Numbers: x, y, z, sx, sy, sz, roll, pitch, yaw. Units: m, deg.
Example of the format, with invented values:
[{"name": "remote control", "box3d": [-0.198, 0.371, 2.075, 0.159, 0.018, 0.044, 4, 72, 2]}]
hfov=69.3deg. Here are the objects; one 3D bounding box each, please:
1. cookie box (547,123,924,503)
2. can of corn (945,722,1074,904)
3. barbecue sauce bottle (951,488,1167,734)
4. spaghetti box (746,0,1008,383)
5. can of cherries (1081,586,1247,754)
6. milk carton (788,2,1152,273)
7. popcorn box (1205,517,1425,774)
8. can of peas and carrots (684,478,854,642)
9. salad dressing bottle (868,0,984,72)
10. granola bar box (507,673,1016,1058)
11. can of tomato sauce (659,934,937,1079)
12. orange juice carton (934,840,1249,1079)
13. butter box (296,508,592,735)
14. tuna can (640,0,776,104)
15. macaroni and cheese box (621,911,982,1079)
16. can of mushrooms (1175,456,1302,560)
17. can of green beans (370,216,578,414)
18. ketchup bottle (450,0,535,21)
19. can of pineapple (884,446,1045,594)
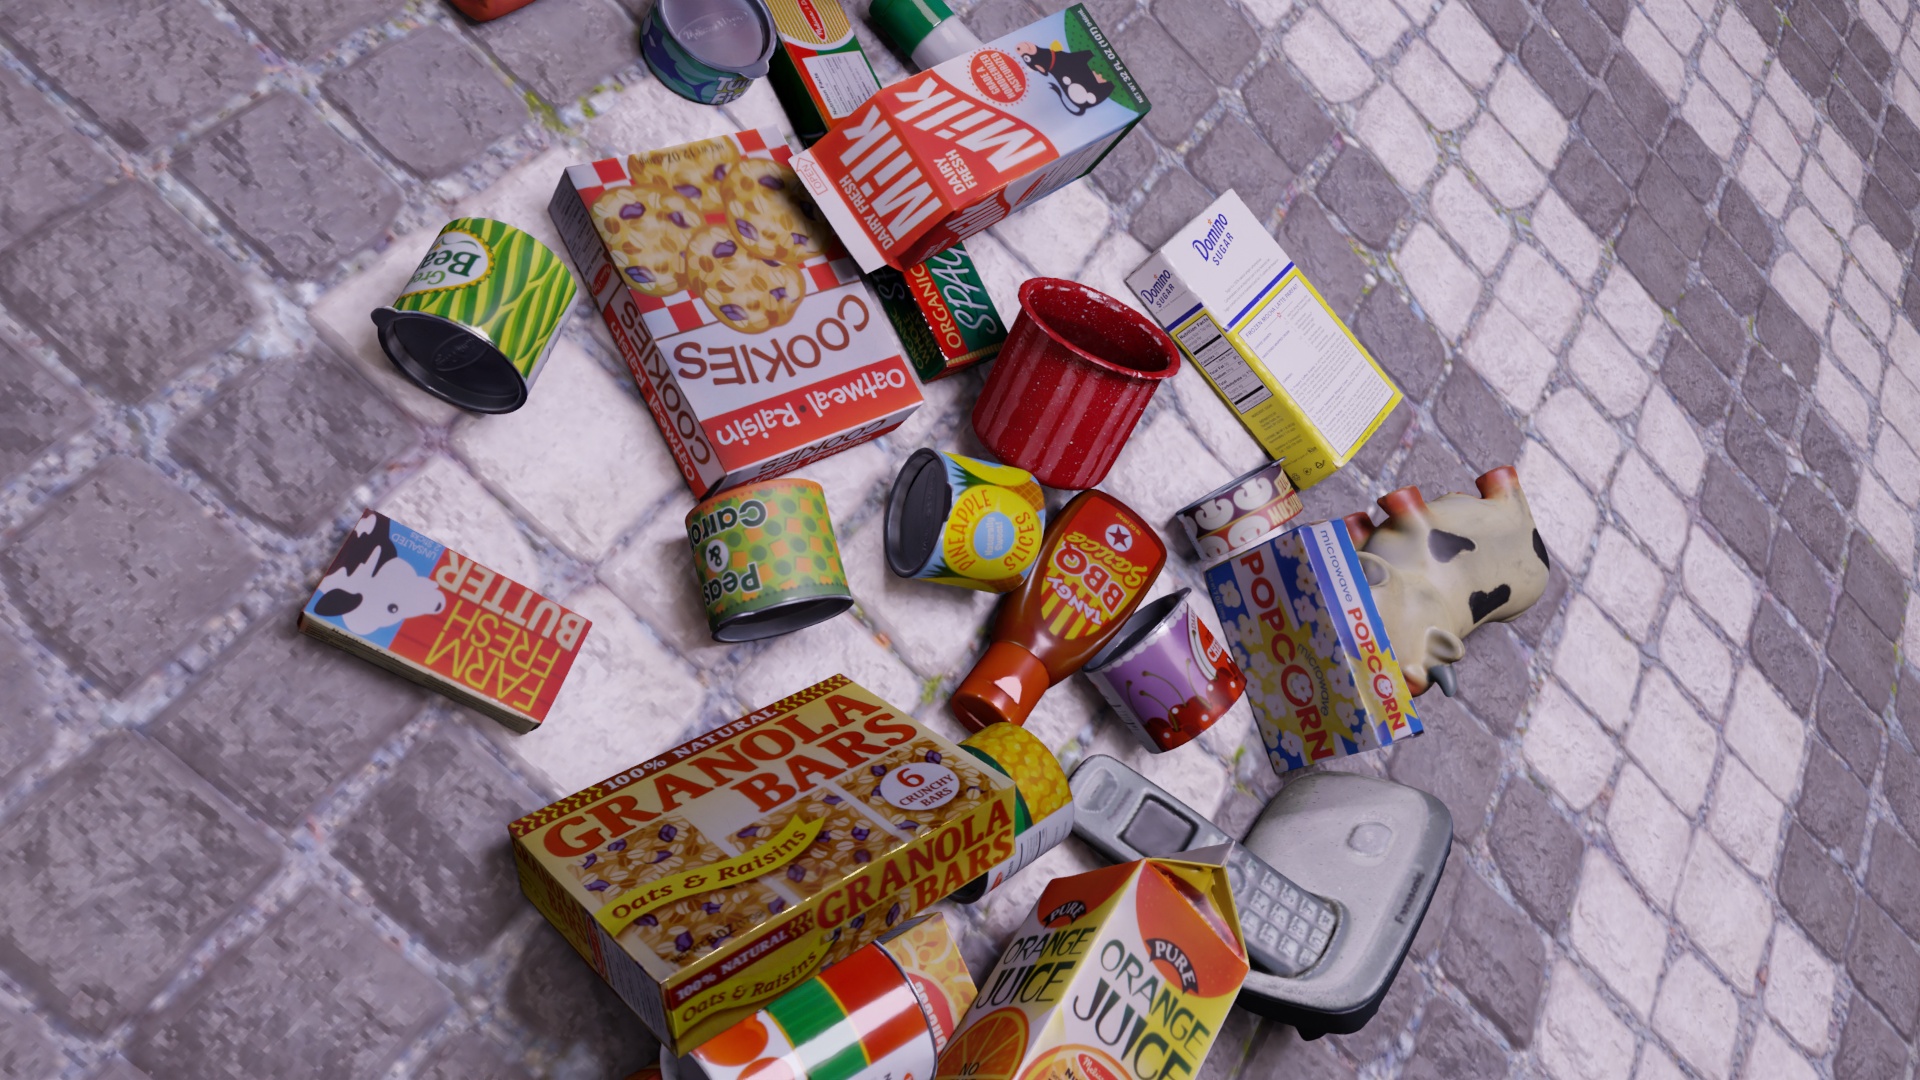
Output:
[{"name": "cookie box", "box3d": [-0.109, -0.115, 0.689, 0.123, 0.040, 0.167, -24, 84, -36]}, {"name": "can of corn", "box3d": [0.009, 0.124, 0.649, 0.058, 0.071, 0.071, -24, 85, -37]}, {"name": "barbecue sauce bottle", "box3d": [0.049, 0.040, 0.720, 0.065, 0.043, 0.149, 41, 55, -2]}, {"name": "spaghetti box", "box3d": [-0.050, -0.205, 0.768, 0.050, 0.028, 0.250, -23, 84, -36]}, {"name": "can of cherries", "box3d": [0.109, 0.068, 0.729, 0.058, 0.071, 0.072, 52, 54, -4]}, {"name": "milk carton", "box3d": [0.002, -0.206, 0.731, 0.191, 0.073, 0.072, -35, 90, -29]}, {"name": "popcorn box", "box3d": [0.195, 0.060, 0.776, 0.038, 0.085, 0.127, -11, 78, -33]}, {"name": "can of peas and carrots", "box3d": [-0.089, 0.010, 0.633, 0.071, 0.070, 0.059, -7, 74, -33]}, {"name": "salad dressing bottle", "box3d": [0.008, -0.270, 0.822, 0.147, 0.044, 0.064, 48, 59, -5]}, {"name": "granola bar box", "box3d": [-0.078, 0.122, 0.564, 0.166, 0.124, 0.039, -22, 122, -36]}, {"name": "can of tomato sauce", "box3d": [-0.063, 0.196, 0.526, 0.083, 0.071, 0.071, -20, 82, -35]}, {"name": "orange juice carton", "box3d": [0.056, 0.204, 0.593, 0.073, 0.071, 0.194, 46, 53, -8]}, {"name": "butter box", "box3d": [-0.211, 0.035, 0.575, 0.103, 0.024, 0.053, 30, 59, -18]}, {"name": "tuna can", "box3d": [-0.133, -0.267, 0.740, 0.071, 0.032, 0.071, 12, 65, -27]}, {"name": "macaroni and cheese box", "box3d": [-0.055, 0.248, 0.575, 0.167, 0.040, 0.124, -20, 81, -36]}, {"name": "can of mushrooms", "box3d": [0.162, -0.018, 0.797, 0.071, 0.070, 0.033, -27, 88, -36]}, {"name": "can of green beans", "box3d": [-0.208, -0.098, 0.605, 0.071, 0.071, 0.058, 29, 58, -19]}, {"name": "ketchup bottle", "box3d": [-0.206, -0.321, 0.711, 0.064, 0.043, 0.149, 49, 54, -7]}, {"name": "can of pineapple", "box3d": [0.002, -0.009, 0.696, 0.058, 0.070, 0.071, 11, 66, -28]}]
